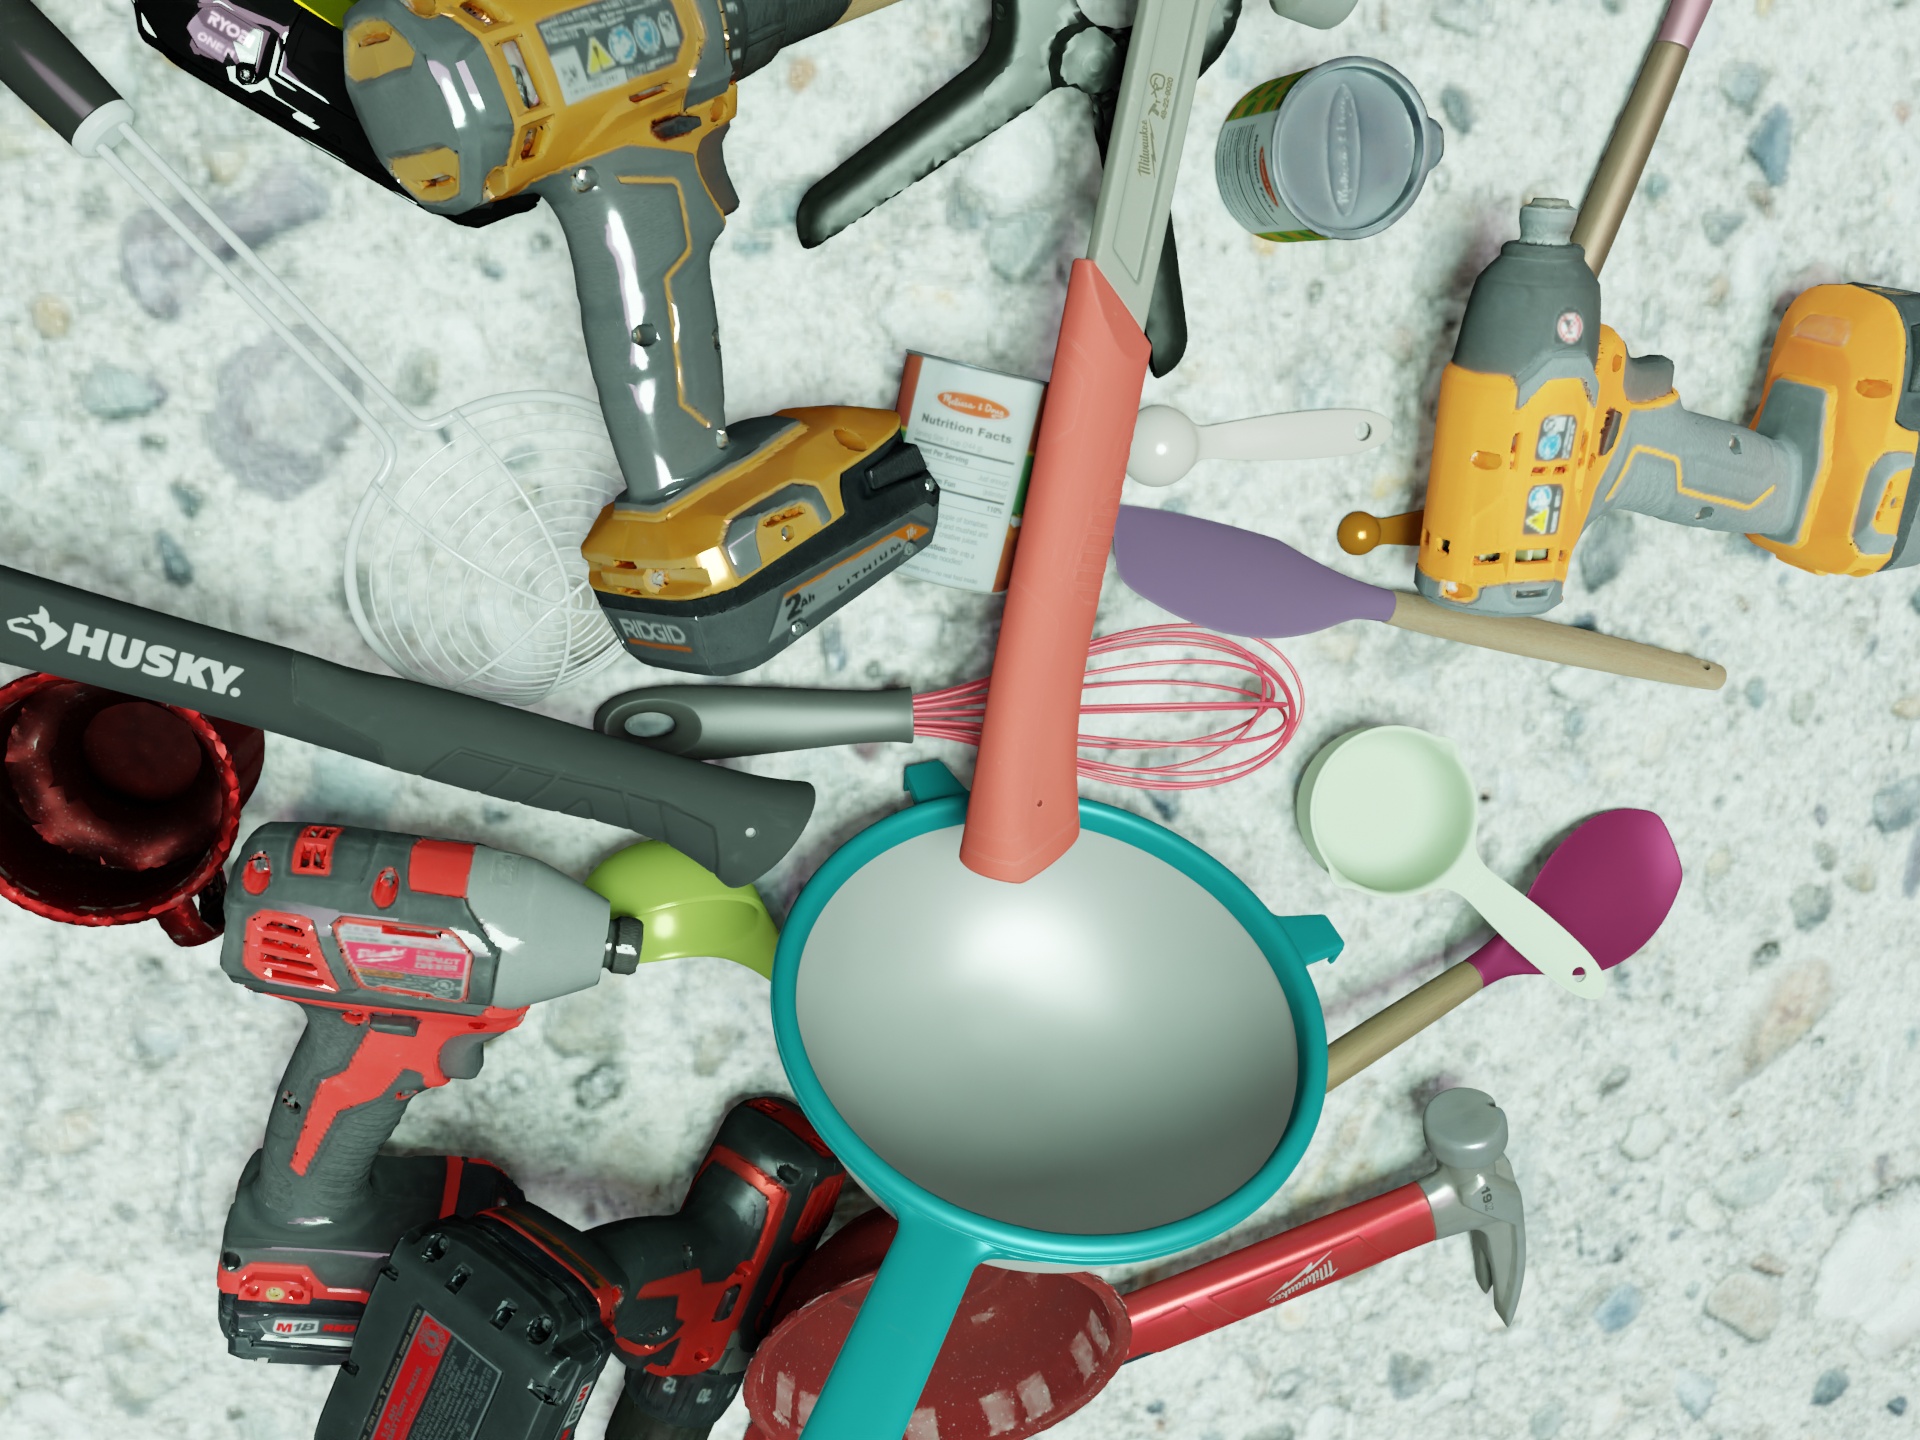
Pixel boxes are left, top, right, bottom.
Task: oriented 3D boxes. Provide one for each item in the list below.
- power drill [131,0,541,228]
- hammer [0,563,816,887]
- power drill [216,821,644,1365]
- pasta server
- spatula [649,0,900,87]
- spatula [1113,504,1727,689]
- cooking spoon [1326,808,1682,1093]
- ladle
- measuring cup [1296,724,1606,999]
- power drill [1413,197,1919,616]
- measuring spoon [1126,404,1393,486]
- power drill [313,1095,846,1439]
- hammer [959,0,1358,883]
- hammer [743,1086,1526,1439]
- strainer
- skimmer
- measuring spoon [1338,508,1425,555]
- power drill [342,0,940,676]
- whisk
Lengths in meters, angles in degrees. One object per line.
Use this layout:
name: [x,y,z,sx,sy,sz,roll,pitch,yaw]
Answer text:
power drill: [-0.156,-0.288,0.528,0.171,0.080,0.223,26,95,-31]
hammer: [-0.208,-0.010,0.533,0.334,0.035,0.146,17,95,-20]
power drill: [-0.206,0.142,0.607,0.143,0.079,0.219,9,117,-15]
pasta server: [0.291,-0.254,0.663,0.060,0.040,0.316,15,102,-25]
spatula: [0.026,-0.299,0.600,0.317,0.044,0.082,-22,109,-1]
spatula: [0.211,-0.044,0.703,0.315,0.060,0.018,9,147,-18]
cooking spoon: [0.213,0.128,0.723,0.319,0.017,0.068,-27,97,-20]
ladle: [-0.035,0.157,0.690,0.078,0.062,0.320,-31,118,34]
measuring cup: [0.222,0.068,0.717,0.167,0.038,0.083,40,87,-7]
power drill: [0.304,-0.132,0.663,0.226,0.084,0.164,-5,113,-14]
measuring spoon: [0.128,-0.119,0.672,0.124,0.018,0.034,-7,106,-12]
power drill: [-0.139,0.253,0.619,0.080,0.226,0.188,27,99,22]
hammer: [0.039,-0.115,0.574,0.149,0.037,0.359,5,104,-24]
hammer: [0.086,0.298,0.759,0.386,0.038,0.143,-20,121,-4]
strainer: [0.005,0.172,0.579,0.211,0.340,0.095,21,135,10]
skimmer: [-0.251,-0.155,0.570,0.127,0.090,0.363,-44,99,-4]
measuring spoon: [0.223,-0.086,0.706,0.117,0.011,0.021,-6,106,-11]
power drill: [-0.080,-0.153,0.541,0.185,0.084,0.226,-40,124,-35]
whisk: [-0.001,-0.002,0.656,0.296,0.073,0.073,-2,105,-6]
